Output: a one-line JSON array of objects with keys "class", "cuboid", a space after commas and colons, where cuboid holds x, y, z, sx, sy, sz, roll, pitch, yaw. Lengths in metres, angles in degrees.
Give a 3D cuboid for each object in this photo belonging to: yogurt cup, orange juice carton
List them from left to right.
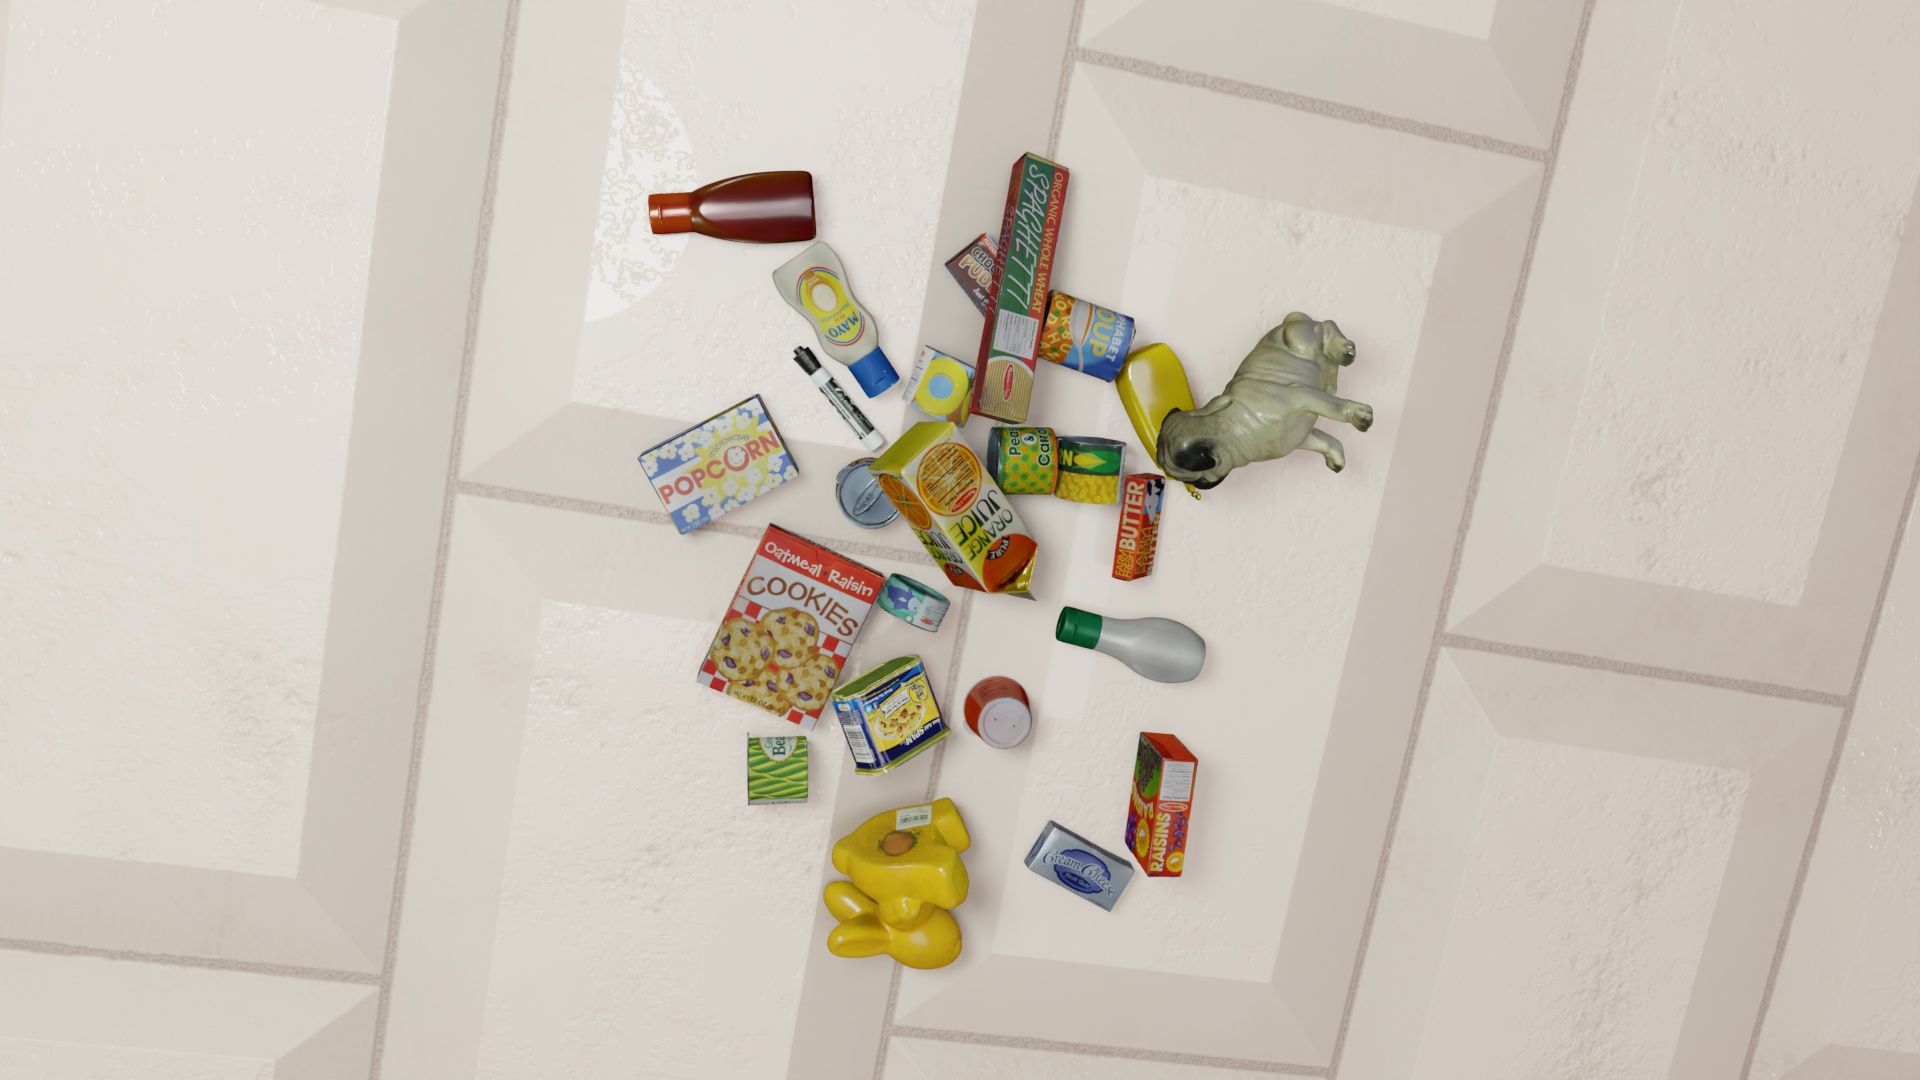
[{"class": "orange juice carton", "cuboid": [0.005, -0.016, 1.314, 0.073, 0.072, 0.192, -44, 113, -19]}, {"class": "yogurt cup", "cuboid": [0.040, 0.173, 1.379, 0.072, 0.054, 0.072, -1, 100, -8]}]

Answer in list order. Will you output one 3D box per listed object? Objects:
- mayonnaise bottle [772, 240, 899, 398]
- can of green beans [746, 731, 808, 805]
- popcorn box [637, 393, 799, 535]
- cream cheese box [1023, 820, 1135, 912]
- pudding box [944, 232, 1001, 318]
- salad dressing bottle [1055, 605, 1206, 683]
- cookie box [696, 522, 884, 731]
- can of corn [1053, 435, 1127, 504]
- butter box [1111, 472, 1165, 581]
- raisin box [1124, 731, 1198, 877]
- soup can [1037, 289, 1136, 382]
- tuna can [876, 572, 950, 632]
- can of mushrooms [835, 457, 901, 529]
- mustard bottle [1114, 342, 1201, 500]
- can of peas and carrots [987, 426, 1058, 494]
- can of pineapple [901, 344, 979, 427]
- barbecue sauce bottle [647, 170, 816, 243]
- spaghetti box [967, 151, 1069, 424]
[{"class": "mayonnaise bottle", "cuboid": [-0.111, -0.203, 1.298, 0.065, 0.041, 0.148, -35, 102, -3]}, {"class": "can of green beans", "cuboid": [-0.178, 0.223, 1.351, 0.058, 0.071, 0.071, -1, 100, -8]}, {"class": "popcorn box", "cuboid": [-0.227, -0.072, 1.306, 0.127, 0.038, 0.085, -28, 102, -3]}, {"class": "cream cheese box", "cuboid": [0.123, 0.336, 1.435, 0.104, 0.024, 0.053, 30, 93, -12]}, {"class": "pudding box", "cuboid": [0.030, -0.244, 1.316, 0.049, 0.030, 0.083, -39, 103, -1]}, {"class": "salad dressing bottle", "cuboid": [0.170, 0.101, 1.391, 0.148, 0.044, 0.064, 16, 99, -9]}, {"class": "cookie box", "cuboid": [-0.164, 0.083, 1.341, 0.123, 0.040, 0.167, 25, 96, -11]}, {"class": "can of corn", "cuboid": [0.122, -0.069, 1.342, 0.071, 0.071, 0.058, 3, 100, -9]}, {"class": "butter box", "cuboid": [0.175, -0.013, 1.365, 0.024, 0.053, 0.103, 12, 100, 29]}, {"class": "raisin box", "cuboid": [0.201, 0.265, 1.402, 0.040, 0.086, 0.123, 5, 99, -10]}, {"class": "soup can", "cuboid": [0.115, -0.195, 1.316, 0.084, 0.071, 0.071, 18, 97, -11]}, {"class": "tuna can", "cuboid": [-0.047, 0.059, 1.342, 0.071, 0.071, 0.033, 26, 95, -12]}, {"class": "can of mushrooms", "cuboid": [-0.088, -0.047, 1.333, 0.071, 0.033, 0.071, -1, 101, -7]}, {"class": "mustard bottle", "cuboid": [0.202, -0.111, 1.354, 0.065, 0.049, 0.160, -24, 103, -9]}, {"class": "can of peas and carrots", "cuboid": [0.059, -0.078, 1.330, 0.059, 0.071, 0.070, 0, 100, -9]}, {"class": "can of pineapple", "cuboid": [-0.013, -0.144, 1.309, 0.071, 0.071, 0.057, 24, 97, -11]}, {"class": "barbecue sauce bottle", "cuboid": [-0.207, -0.301, 1.266, 0.149, 0.044, 0.064, -5, 101, -7]}, {"class": "spaghetti box", "cuboid": [0.055, -0.232, 1.285, 0.050, 0.028, 0.250, 13, 82, -23]}]
